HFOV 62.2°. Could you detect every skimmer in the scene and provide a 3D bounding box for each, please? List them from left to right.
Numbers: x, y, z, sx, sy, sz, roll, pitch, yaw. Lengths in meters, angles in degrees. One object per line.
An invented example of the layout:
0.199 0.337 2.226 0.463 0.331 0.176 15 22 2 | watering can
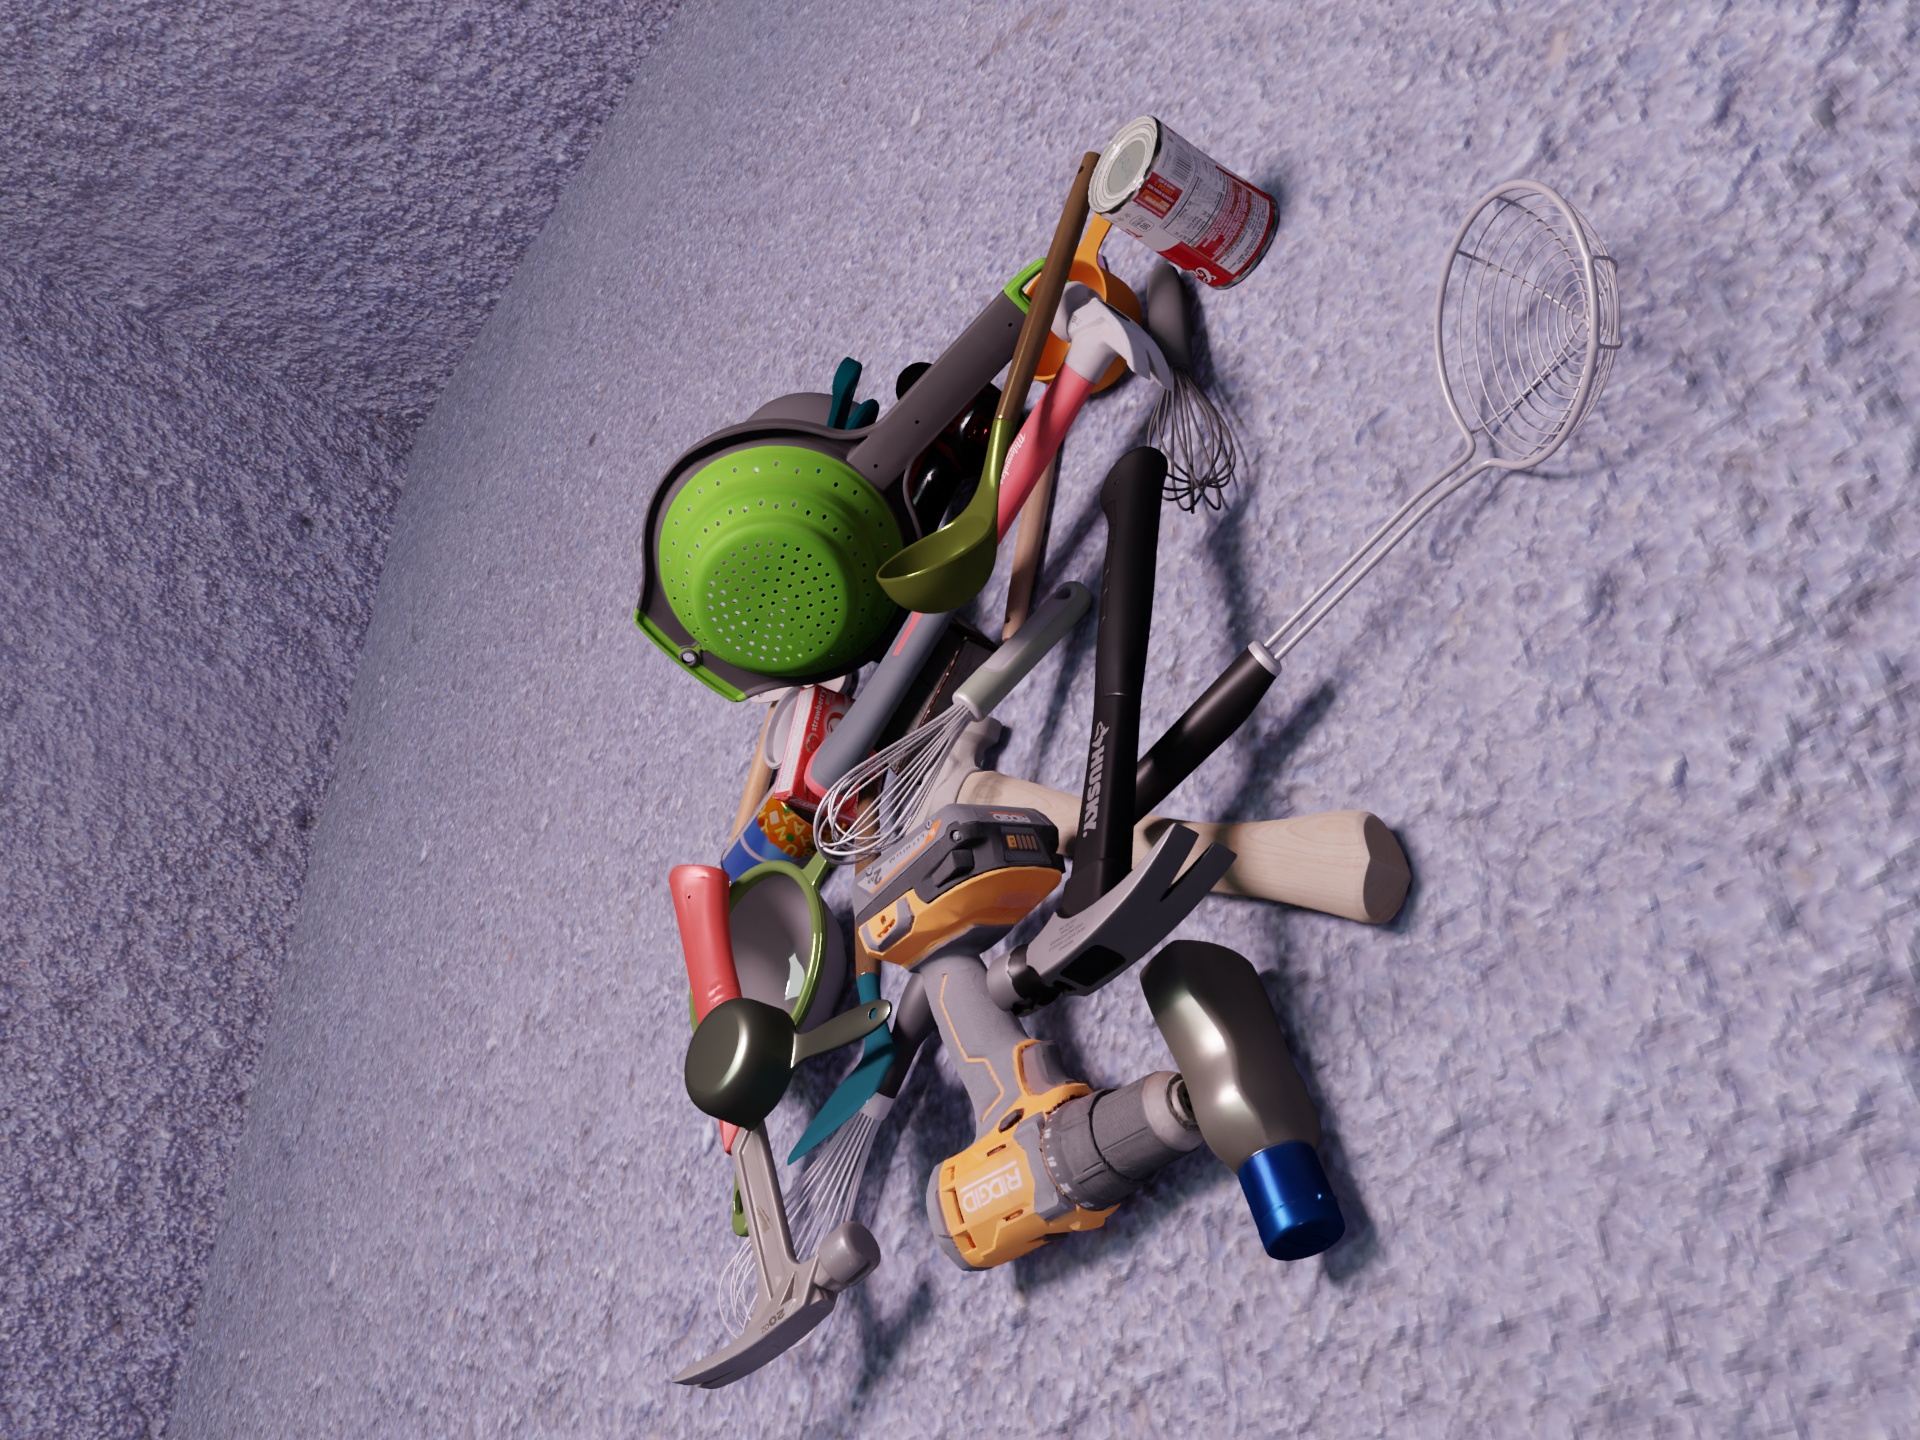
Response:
0.172 -0.087 0.769 0.363 0.090 0.127 -48 35 18 | skimmer

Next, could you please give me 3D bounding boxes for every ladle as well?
0.027 -0.215 0.990 0.078 0.062 0.320 7 76 57 | ladle

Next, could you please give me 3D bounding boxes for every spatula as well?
-0.067 0.142 1.023 0.082 0.044 0.318 -44 30 28 | spatula
0.064 -0.199 1.128 0.060 0.018 0.316 -10 61 45 | spatula

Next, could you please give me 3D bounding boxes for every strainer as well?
-0.143 -0.210 1.254 0.211 0.095 0.340 -62 3 -21 | strainer
-0.122 0.226 1.101 0.151 0.069 0.257 -26 55 41 | strainer

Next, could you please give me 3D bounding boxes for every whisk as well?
-0.069 0.267 0.996 0.284 0.070 0.070 -63 29 -1 | whisk
-0.002 -0.003 0.988 0.246 0.059 0.058 -46 39 -19 | whisk
0.138 -0.214 0.994 0.055 0.055 0.239 -42 33 37 | whisk

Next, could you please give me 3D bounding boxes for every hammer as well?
-0.153 0.237 1.034 0.149 0.036 0.360 -41 43 17 | hammer
0.005 -0.094 1.046 0.386 0.038 0.143 -58 31 20 | hammer
0.084 0.075 0.892 0.411 0.038 0.146 6 77 59 | hammer
0.084 -0.020 0.816 0.146 0.035 0.335 -40 30 44 | hammer

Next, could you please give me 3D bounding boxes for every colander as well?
-0.070 -0.153 1.081 0.397 0.204 0.095 -44 19 18 | colander

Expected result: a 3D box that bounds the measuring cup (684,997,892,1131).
-0.107 0.190 0.949 0.167 0.038 0.083 -30 45 38 | measuring cup

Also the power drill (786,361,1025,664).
-0.048 -0.173 1.240 0.226 0.080 0.188 -58 31 10 | power drill

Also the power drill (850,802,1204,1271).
0.034 0.156 0.842 0.185 0.084 0.226 -40 56 40 | power drill

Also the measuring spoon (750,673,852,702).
-0.131 -0.028 1.312 0.124 0.018 0.034 -9 69 44 | measuring spoon

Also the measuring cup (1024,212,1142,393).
0.101 -0.306 1.090 0.095 0.052 0.173 34 102 46 | measuring cup

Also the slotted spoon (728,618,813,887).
-0.157 0.007 1.346 0.070 0.031 0.314 2 74 55 | slotted spoon
